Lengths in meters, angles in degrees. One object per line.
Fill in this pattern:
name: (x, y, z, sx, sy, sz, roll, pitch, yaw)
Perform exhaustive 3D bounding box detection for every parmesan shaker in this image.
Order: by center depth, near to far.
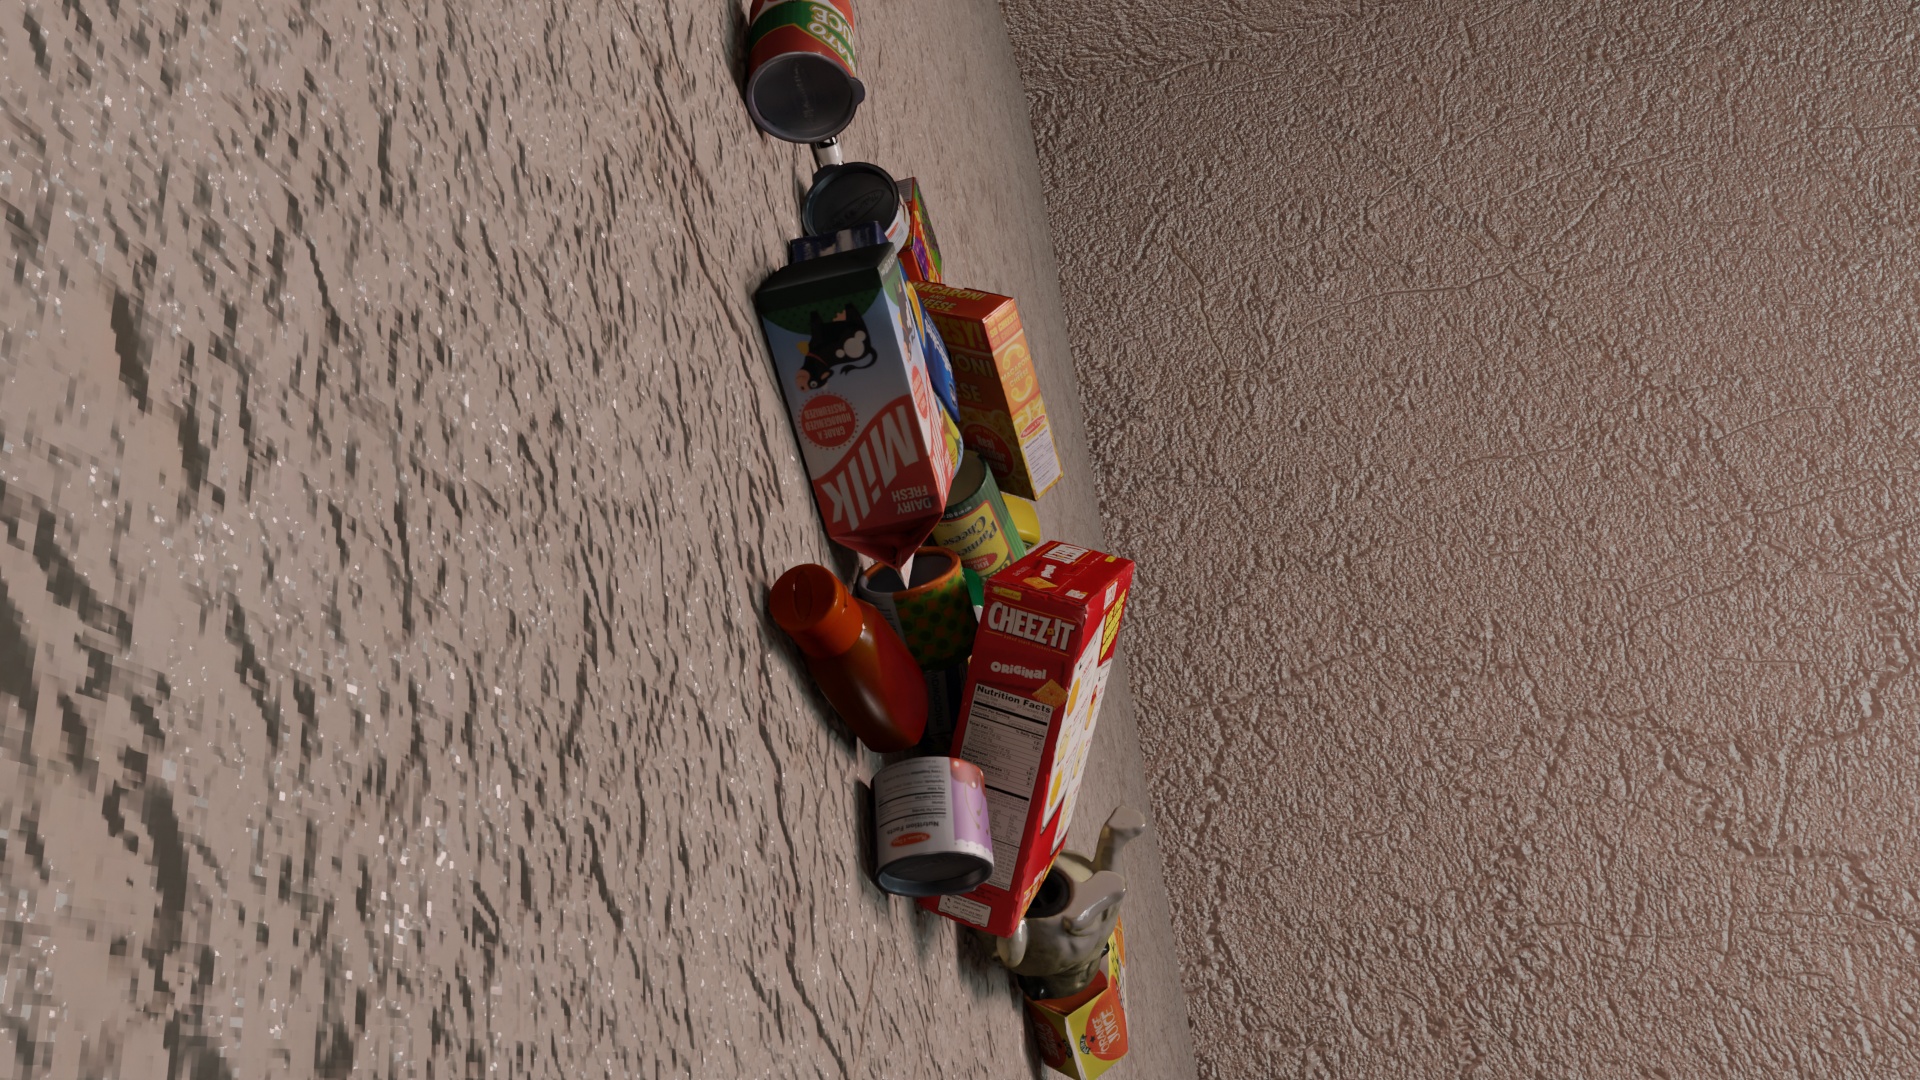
parmesan shaker: (0.004, -0.014, 1.103, 0.102, 0.071, 0.072, 64, 17, -44)

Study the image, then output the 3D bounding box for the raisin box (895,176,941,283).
raisin box: (-0.044, -0.237, 1.169, 0.124, 0.040, 0.085, -89, 165, -49)

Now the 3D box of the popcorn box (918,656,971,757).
popcorn box: (-0.012, 0.087, 0.972, 0.085, 0.038, 0.127, 59, 22, -63)

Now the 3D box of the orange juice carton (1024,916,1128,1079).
orange juice carton: (0.098, 0.369, 1.169, 0.193, 0.073, 0.071, -78, 155, -66)

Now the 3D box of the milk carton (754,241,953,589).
milk carton: (-0.053, -0.070, 0.817, 0.072, 0.073, 0.189, -79, 156, -66)

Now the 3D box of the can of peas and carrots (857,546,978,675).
can of peas and carrots: (-0.023, 0.042, 0.866, 0.071, 0.071, 0.058, -80, 157, -65)

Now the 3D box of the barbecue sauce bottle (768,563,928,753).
barbecue sauce bottle: (-0.057, 0.060, 0.733, 0.148, 0.043, 0.065, 61, 20, -58)

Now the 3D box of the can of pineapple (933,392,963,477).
can of pineapple: (-0.035, -0.067, 0.932, 0.057, 0.071, 0.071, 53, 27, -67)

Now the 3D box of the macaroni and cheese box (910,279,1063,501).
macaroni and cheese box: (0.006, -0.120, 1.088, 0.040, 0.124, 0.165, -42, 132, -30)

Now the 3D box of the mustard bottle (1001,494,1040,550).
mustard bottle: (0.028, -0.015, 1.264, 0.160, 0.065, 0.049, 19, 54, -72)

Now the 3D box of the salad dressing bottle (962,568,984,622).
salad dressing bottle: (0.011, 0.089, 1.053, 0.044, 0.064, 0.148, 35, 32, -45)

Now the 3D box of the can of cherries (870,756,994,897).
can of cherries: (-0.016, 0.161, 0.779, 0.071, 0.071, 0.058, 65, 15, -55)

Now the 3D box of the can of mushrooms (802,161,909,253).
can of mushrooms: (-0.070, -0.216, 0.921, 0.033, 0.071, 0.071, 54, 26, -68)

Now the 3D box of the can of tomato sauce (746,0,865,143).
can of tomato sauce: (-0.095, -0.297, 0.851, 0.071, 0.071, 0.083, 65, 16, -53)
